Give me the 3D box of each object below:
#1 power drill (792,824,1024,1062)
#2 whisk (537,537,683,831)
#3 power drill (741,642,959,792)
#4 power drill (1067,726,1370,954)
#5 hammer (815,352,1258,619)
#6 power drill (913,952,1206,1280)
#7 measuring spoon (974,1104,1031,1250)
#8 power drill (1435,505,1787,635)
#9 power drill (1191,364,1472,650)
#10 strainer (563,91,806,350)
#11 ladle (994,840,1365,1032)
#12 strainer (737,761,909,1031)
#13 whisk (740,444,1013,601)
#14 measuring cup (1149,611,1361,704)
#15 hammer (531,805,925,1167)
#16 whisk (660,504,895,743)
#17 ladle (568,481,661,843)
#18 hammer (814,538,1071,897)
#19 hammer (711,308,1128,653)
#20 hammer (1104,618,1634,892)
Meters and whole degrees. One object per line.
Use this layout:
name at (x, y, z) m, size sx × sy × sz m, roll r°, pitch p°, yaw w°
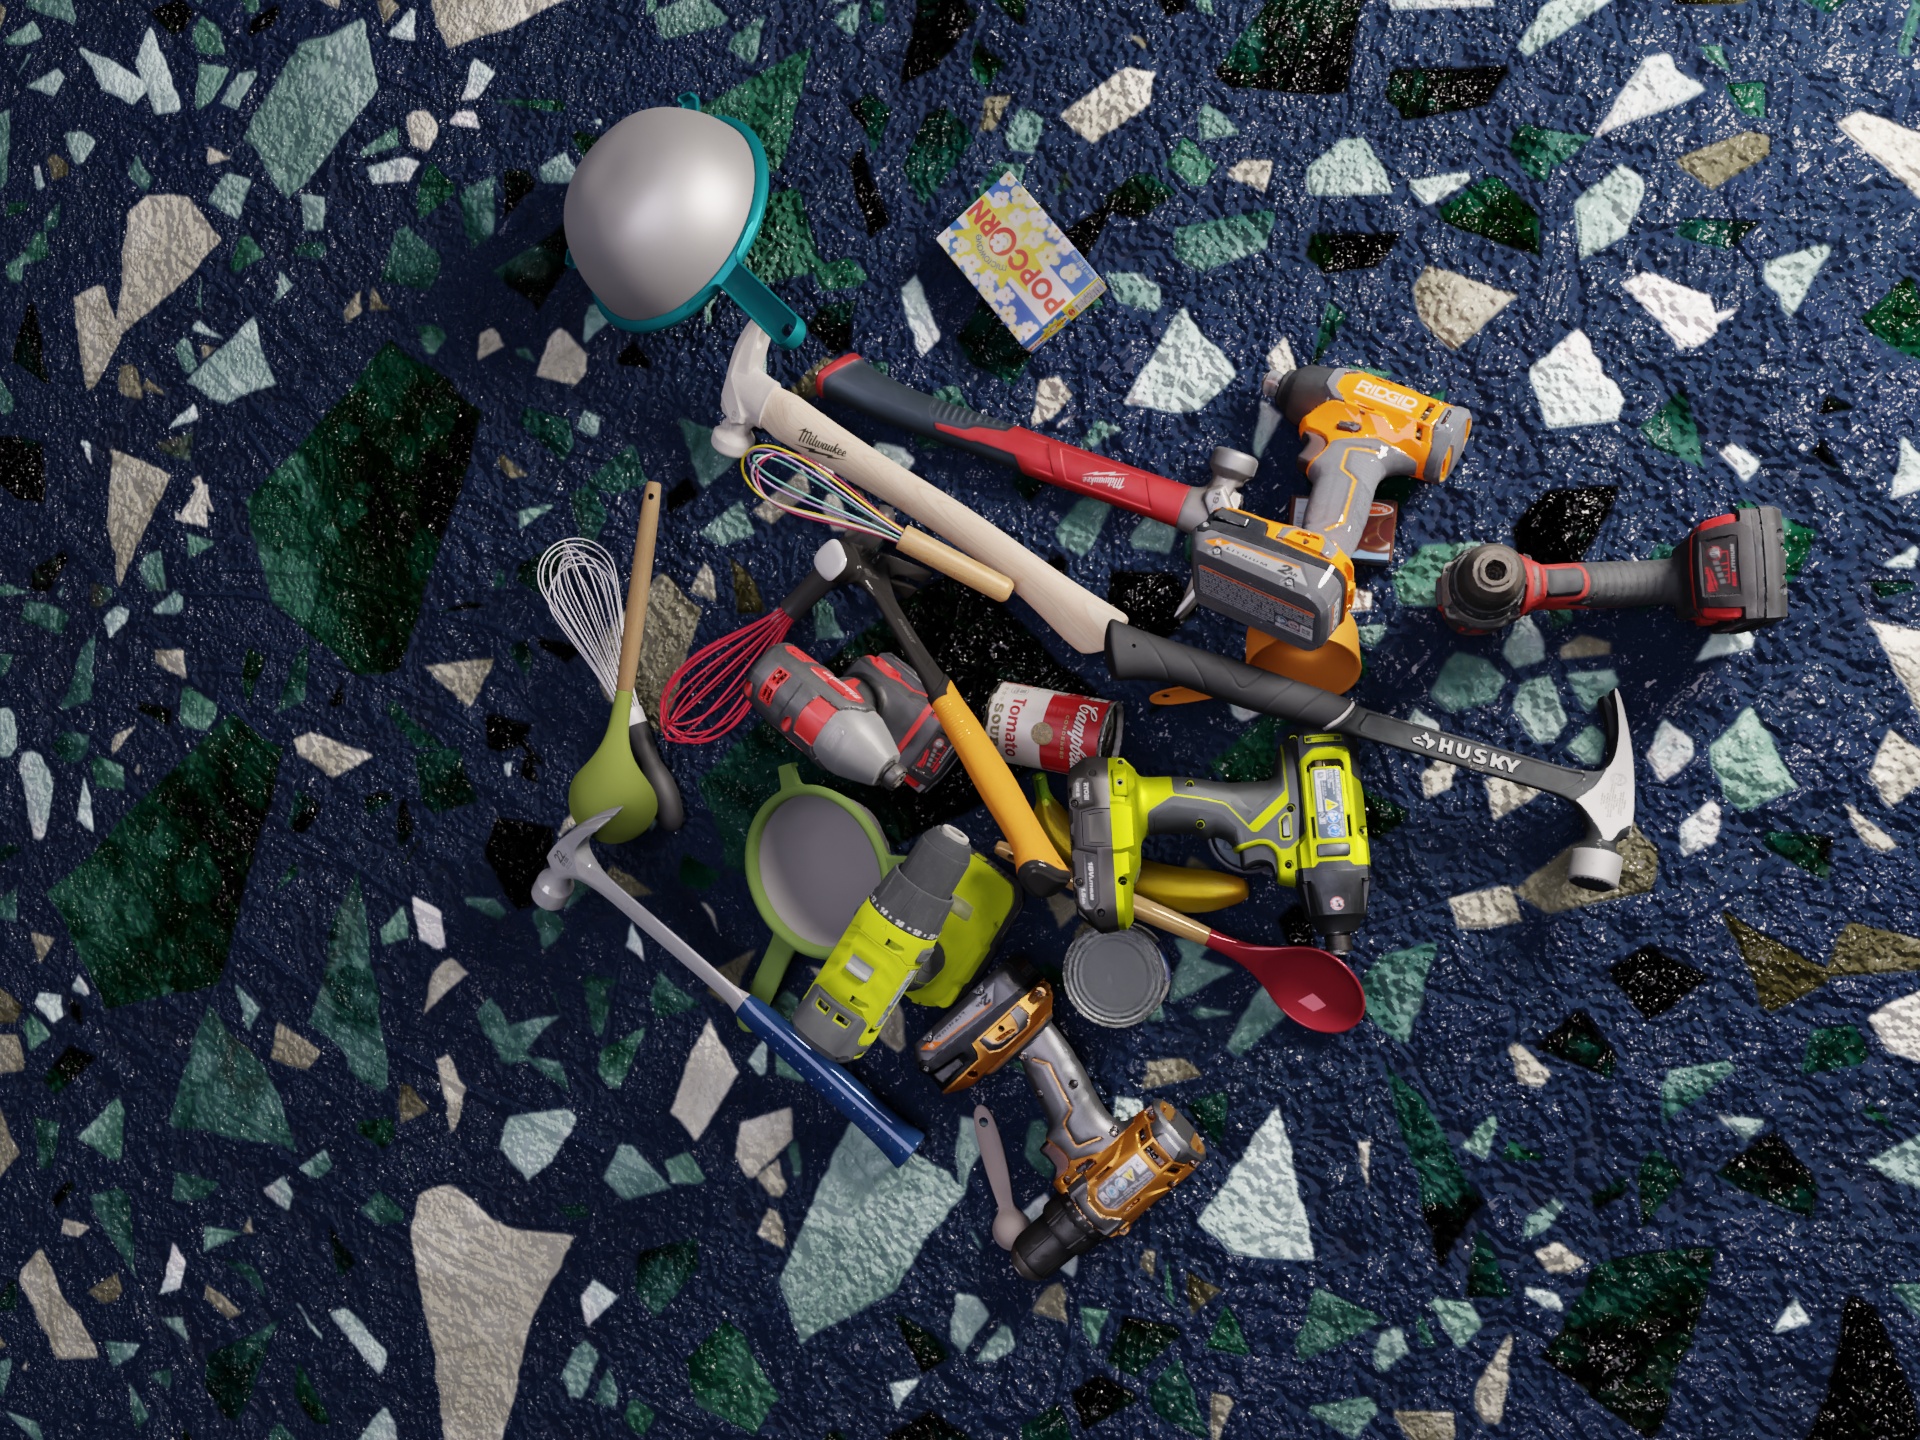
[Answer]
power drill at (-0.028, 0.163, 1.253) m, size 0.080 × 0.228 × 0.190 m, roll 34°, pitch 99°, yaw 15°
whisk at (-0.308, -0.033, 1.444) m, size 0.070 × 0.070 × 0.284 m, roll -23°, pitch 87°, yaw 16°
power drill at (-0.073, 0.003, 1.276) m, size 0.143 × 0.219 × 0.078 m, roll 39°, pitch 101°, yaw 15°
power drill at (0.198, 0.097, 1.217) m, size 0.223 × 0.080 × 0.171 m, roll -4°, pitch 78°, yaw 7°
hammer at (0.045, -0.213, 1.339) m, size 0.386 × 0.038 × 0.143 m, roll 22°, pitch 97°, yaw 17°
power drill at (0.061, 0.329, 1.301) m, size 0.185 × 0.084 × 0.226 m, roll -44°, pitch 81°, yaw 11°
measuring spoon at (0.030, 0.386, 1.341) m, size 0.034 × 0.018 × 0.124 m, roll -17°, pitch 83°, yaw 17°
power drill at (0.455, -0.101, 1.128) m, size 0.227 × 0.188 × 0.080 m, roll -3°, pitch 87°, yaw 14°
power drill at (0.264, -0.177, 1.207) m, size 0.164 × 0.084 × 0.226 m, roll 27°, pitch 67°, yaw 24°
strainer at (-0.241, -0.414, 1.343) m, size 0.211 × 0.095 × 0.341 m, roll -50°, pitch 52°, yaw 11°
ladle at (0.172, 0.164, 1.268) m, size 0.315 × 0.031 × 0.069 m, roll 23°, pitch 116°, yaw 7°
strainer at (-0.127, 0.166, 1.382) m, size 0.152 × 0.069 × 0.256 m, roll 37°, pitch 117°, yaw 21°
whisk at (-0.069, -0.159, 1.303) m, size 0.245 × 0.051 × 0.047 m, roll 27°, pitch 101°, yaw -3°
measuring cup at (0.230, -0.051, 1.258) m, size 0.173 × 0.095 × 0.052 m, roll -12°, pitch 51°, yaw 30°
hammer at (-0.193, 0.233, 1.363) m, size 0.405 × 0.035 × 0.144 m, roll 40°, pitch 131°, yaw 4°
whisk at (-0.160, -0.081, 1.376) m, size 0.296 × 0.073 × 0.073 m, roll -43°, pitch 77°, yaw 18°
ladle at (-0.290, -0.051, 1.403) m, size 0.078 × 0.062 × 0.320 m, roll 7°, pitch 86°, yaw 0°
hammer at (-0.002, -0.004, 1.260) m, size 0.034 × 0.127 × 0.337 m, roll -42°, pitch 61°, yaw 23°
hammer at (-0.032, -0.193, 1.340) m, size 0.411 × 0.038 × 0.146 m, roll 35°, pitch 129°, yaw 12°
hammer at (0.302, -0.003, 1.181) m, size 0.409 × 0.036 × 0.149 m, roll 17°, pitch 75°, yaw 2°
